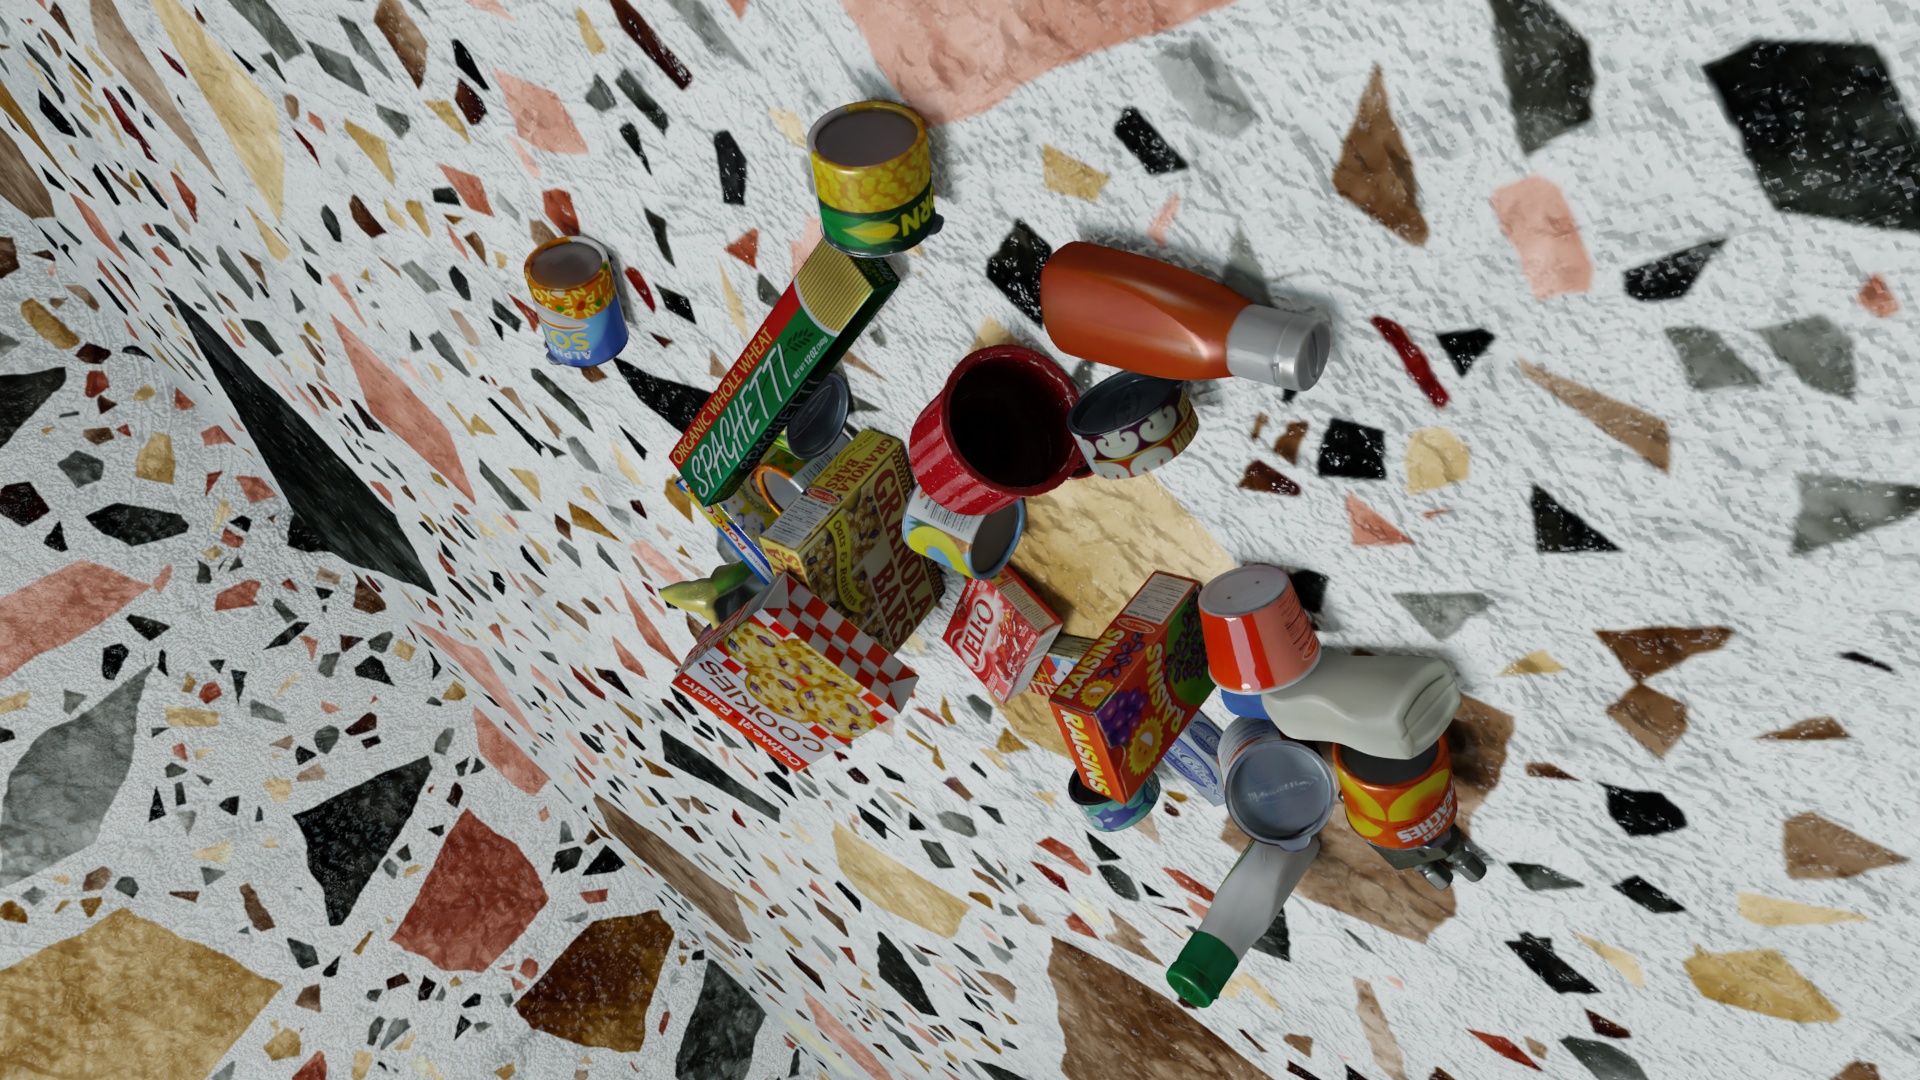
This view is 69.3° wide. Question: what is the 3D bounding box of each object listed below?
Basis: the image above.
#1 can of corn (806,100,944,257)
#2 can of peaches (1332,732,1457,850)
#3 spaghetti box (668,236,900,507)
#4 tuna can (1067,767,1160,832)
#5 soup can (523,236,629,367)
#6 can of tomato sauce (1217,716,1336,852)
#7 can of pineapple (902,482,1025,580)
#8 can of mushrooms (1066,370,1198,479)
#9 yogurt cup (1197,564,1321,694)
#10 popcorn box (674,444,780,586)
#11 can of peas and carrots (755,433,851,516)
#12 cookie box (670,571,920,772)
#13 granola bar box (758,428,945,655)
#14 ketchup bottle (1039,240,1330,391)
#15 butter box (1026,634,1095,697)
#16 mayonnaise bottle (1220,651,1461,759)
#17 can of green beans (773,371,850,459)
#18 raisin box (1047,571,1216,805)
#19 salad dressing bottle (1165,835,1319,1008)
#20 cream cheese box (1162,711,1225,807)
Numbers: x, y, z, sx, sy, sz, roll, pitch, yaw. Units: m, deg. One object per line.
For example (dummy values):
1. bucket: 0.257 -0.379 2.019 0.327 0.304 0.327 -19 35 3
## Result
1. can of corn: -0.046 -0.199 0.763 0.071 0.071 0.058 28 148 26
2. can of peaches: 0.260 0.141 0.826 0.071 0.071 0.057 16 141 41
3. spaghetti box: -0.124 -0.109 0.925 0.050 0.029 0.248 54 132 9
4. tuna can: 0.122 0.190 1.076 0.071 0.071 0.032 1 132 51
5. soup can: -0.307 -0.188 1.105 0.071 0.072 0.083 31 149 22
6. can of tomato sauce: 0.199 0.149 0.879 0.071 0.071 0.083 43 -170 0
7. can of pineapple: 0.003 -0.012 0.951 0.058 0.071 0.070 25 147 30
8. can of mushrooms: 0.097 -0.066 0.760 0.071 0.071 0.033 5 133 49
9. yogurt cup: 0.174 0.051 0.821 0.072 0.073 0.053 8 128 47
10. popcorn box: -0.152 -0.028 1.107 0.126 0.085 0.038 50 150 -11
11. can of peas and carrots: -0.115 -0.048 1.061 0.071 0.059 0.070 31 149 22
12. cookie box: -0.124 0.101 1.016 0.123 0.040 0.166 39 141 -13
13. granola bar box: -0.074 0.020 1.030 0.039 0.125 0.164 20 144 31
14. ketchup bottle: 0.111 -0.109 0.704 0.149 0.044 0.064 21 145 35
15. butter box: 0.072 0.095 1.052 0.103 0.024 0.053 8 135 47
16. mayonnaise bottle: 0.218 0.093 0.825 0.148 0.065 0.041 -1 122 58
17. can of green beans: -0.122 -0.099 0.994 0.058 0.071 0.071 26 147 29
18. raisin box: 0.116 0.093 0.887 0.040 0.124 0.085 16 141 41
19. salad dressing bottle: 0.199 0.260 0.980 0.044 0.148 0.064 29 148 25
20. cream cheese box: 0.165 0.147 1.002 0.104 0.024 0.053 43 151 0
